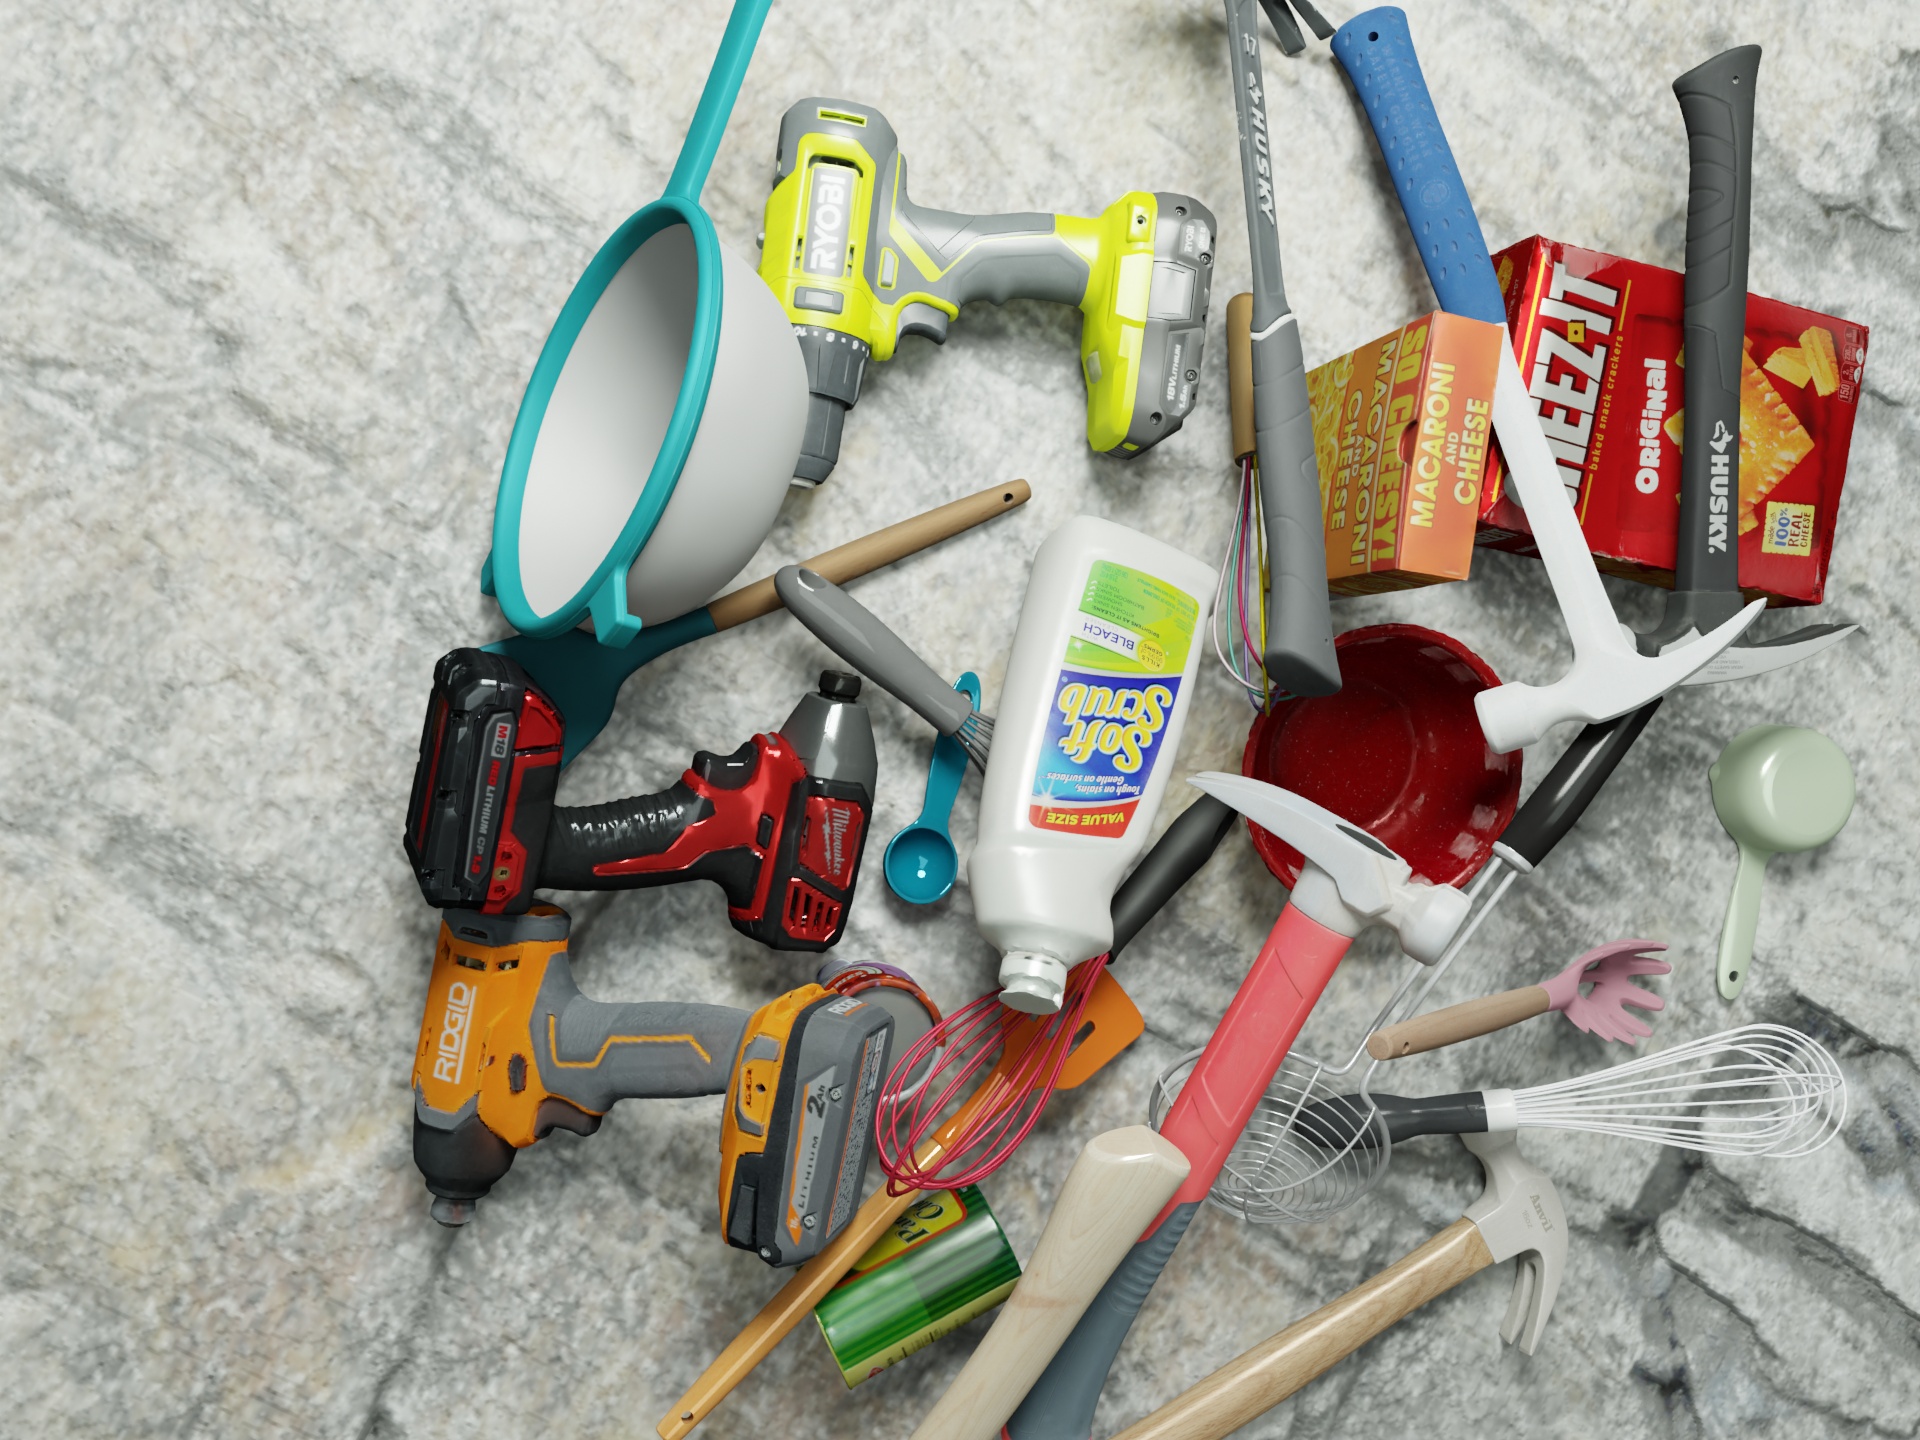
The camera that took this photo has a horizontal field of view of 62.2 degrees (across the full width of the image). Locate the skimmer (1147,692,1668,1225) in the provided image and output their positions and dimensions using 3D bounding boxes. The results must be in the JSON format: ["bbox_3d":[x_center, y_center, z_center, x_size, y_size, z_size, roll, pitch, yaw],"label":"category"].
[{"bbox_3d":[0.243,0.116,0.845,0.127,0.090,0.363,38,89,-7],"label":"skimmer"}]

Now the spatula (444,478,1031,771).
[{"bbox_3d":[-0.102,-0.059,0.819,0.317,0.044,0.082,-24,109,-11],"label":"spatula"}]

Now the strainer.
[{"bbox_3d":[-0.113,-0.189,0.750,0.095,0.211,0.340,20,89,-34],"label":"strainer"}]

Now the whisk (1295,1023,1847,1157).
[{"bbox_3d":[0.326,0.208,0.864,0.284,0.070,0.070,-7,92,12],"label":"whisk"}]

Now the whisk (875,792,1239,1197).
[{"bbox_3d":[0.057,0.128,0.807,0.296,0.073,0.073,-43,99,-30],"label":"whisk"}]

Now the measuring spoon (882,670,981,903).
[{"bbox_3d":[-0.013,0.035,0.854,0.042,0.021,0.129,20,78,-23],"label":"measuring spoon"}]

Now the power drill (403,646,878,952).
[{"bbox_3d":[-0.145,0.033,0.772,0.219,0.079,0.143,9,99,-27],"label":"power drill"}]

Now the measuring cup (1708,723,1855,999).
[{"bbox_3d":[0.477,0.084,0.933,0.083,0.038,0.167,15,86,-11],"label":"measuring cup"}]

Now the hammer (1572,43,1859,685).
[{"bbox_3d":[0.404,-0.186,0.843,0.146,0.035,0.335,0,93,-8],"label":"hammer"}]

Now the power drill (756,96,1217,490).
[{"bbox_3d":[0.005,-0.204,0.822,0.228,0.080,0.190,7,89,-8],"label":"power drill"}]

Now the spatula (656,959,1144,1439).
[{"bbox_3d":[-0.029,0.234,0.804,0.322,0.041,0.081,-43,91,-19],"label":"spatula"}]

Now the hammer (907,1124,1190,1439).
[{"bbox_3d":[-0.009,0.378,0.797,0.146,0.038,0.410,33,98,-15],"label":"hammer"}]

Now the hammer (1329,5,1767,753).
[{"bbox_3d":[0.284,-0.195,0.835,0.144,0.035,0.406,-20,77,20],"label":"hammer"}]

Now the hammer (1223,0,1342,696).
[{"bbox_3d":[0.156,-0.214,0.797,0.149,0.036,0.409,7,75,-47],"label":"hammer"}]

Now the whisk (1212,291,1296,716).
[{"bbox_3d":[0.157,-0.119,0.834,0.047,0.051,0.245,22,61,-45],"label":"whisk"}]

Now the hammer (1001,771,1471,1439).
[{"bbox_3d":[0.100,0.215,0.806,0.143,0.038,0.386,31,108,20],"label":"hammer"}]

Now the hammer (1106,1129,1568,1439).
[{"bbox_3d":[0.197,0.351,0.888,0.331,0.031,0.130,-29,95,-9],"label":"hammer"}]

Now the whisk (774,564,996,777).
[{"bbox_3d":[-0.001,-0.004,0.827,0.239,0.055,0.055,39,84,-14],"label":"whisk"}]

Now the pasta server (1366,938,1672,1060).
[{"bbox_3d":[0.294,0.149,0.820,0.316,0.040,0.060,2,98,-49],"label":"pasta server"}]

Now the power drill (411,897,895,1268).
[{"bbox_3d":[-0.159,0.185,0.765,0.226,0.084,0.164,12,92,13],"label":"power drill"}]
